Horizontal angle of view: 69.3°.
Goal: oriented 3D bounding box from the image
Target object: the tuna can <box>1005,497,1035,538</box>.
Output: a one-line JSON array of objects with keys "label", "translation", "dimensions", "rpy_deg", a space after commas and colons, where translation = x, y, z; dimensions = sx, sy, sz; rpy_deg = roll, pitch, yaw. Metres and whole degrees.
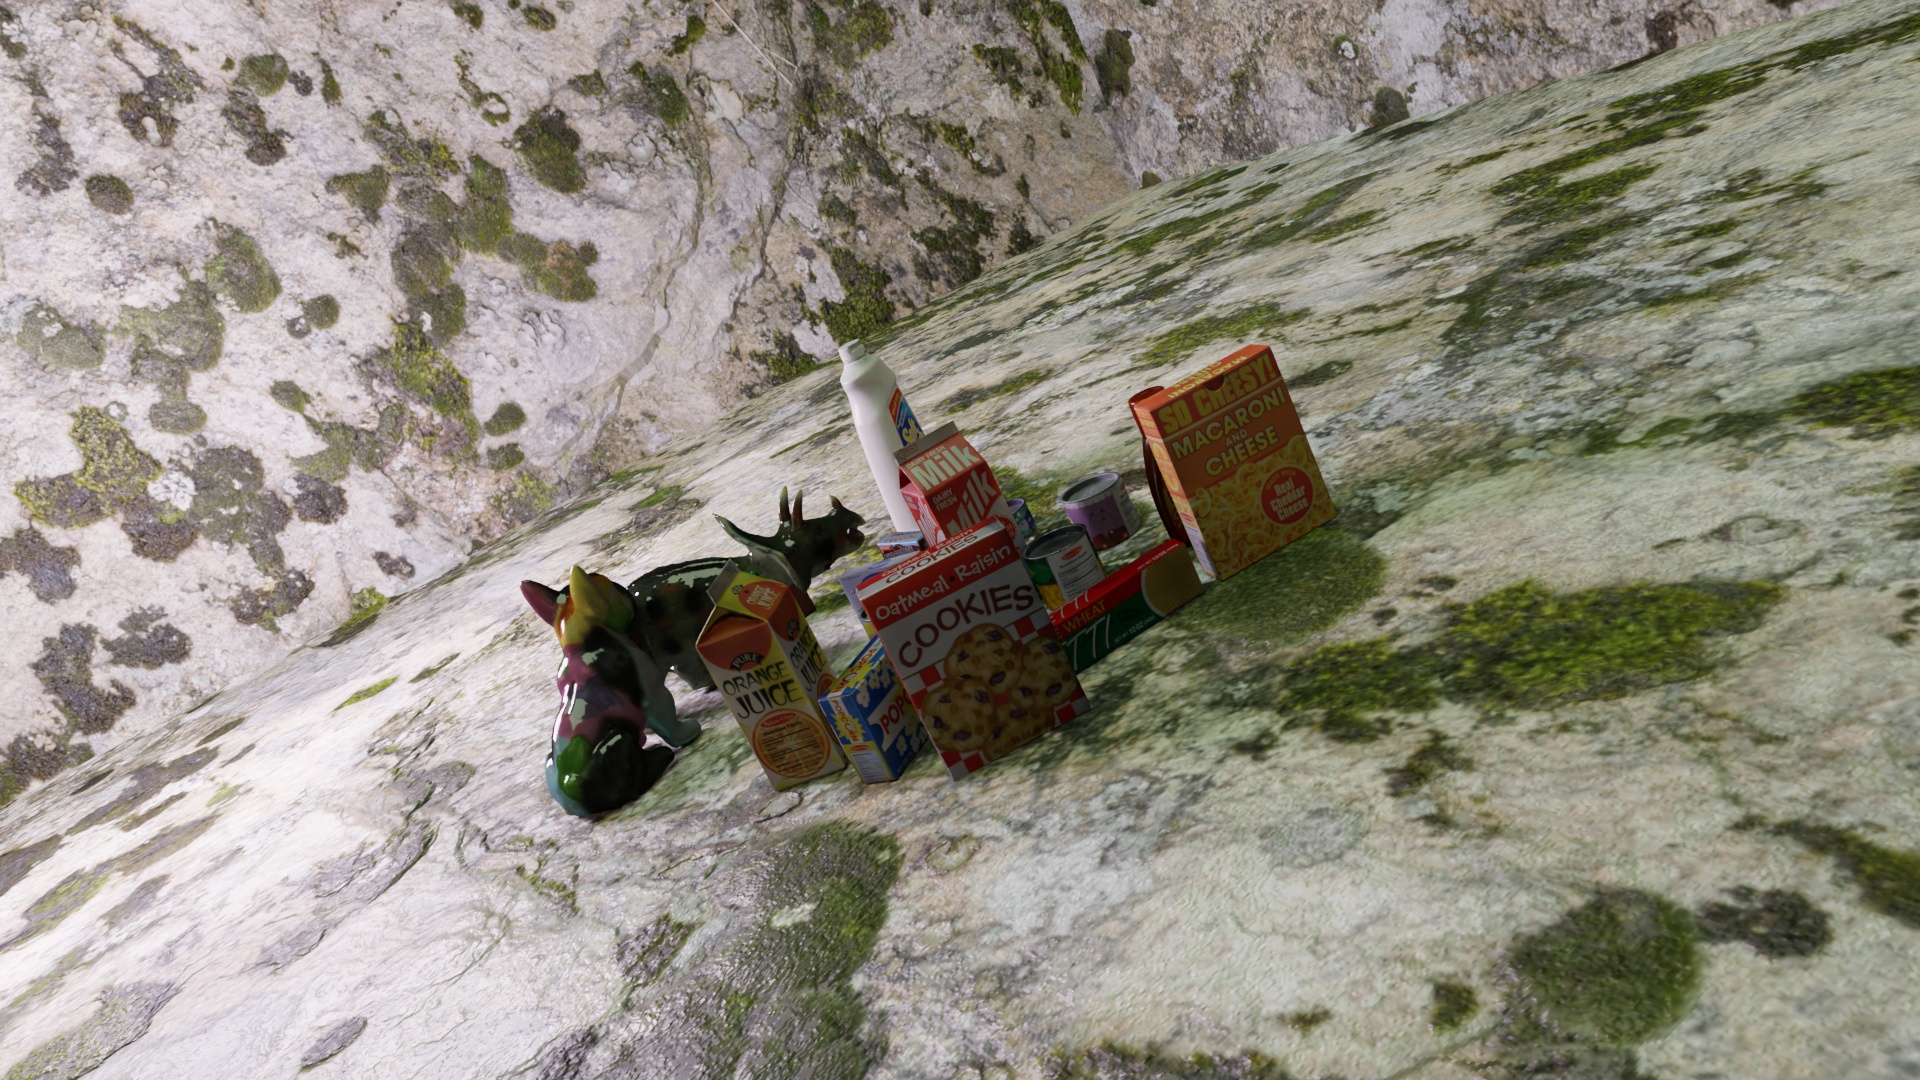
[{"label": "tuna can", "translation": [0.049, -0.017, 1.553], "dimensions": [0.071, 0.032, 0.071], "rpy_deg": [-23, 17, 7]}]

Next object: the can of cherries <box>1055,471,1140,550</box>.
[{"label": "can of cherries", "translation": [0.140, -0.029, 1.411], "dimensions": [0.071, 0.058, 0.072], "rpy_deg": [-23, 17, 7]}]

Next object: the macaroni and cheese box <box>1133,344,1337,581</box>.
[{"label": "macaroni and cheese box", "translation": [0.239, -0.068, 1.197], "dimensions": [0.124, 0.166, 0.040], "rpy_deg": [-29, 16, -10]}]

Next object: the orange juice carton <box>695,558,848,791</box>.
[{"label": "orange juice carton", "translation": [-0.163, 0.110, 1.193], "dimensions": [0.073, 0.192, 0.072], "rpy_deg": [-21, 17, 16]}]

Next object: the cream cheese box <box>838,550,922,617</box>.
[{"label": "cream cheese box", "translation": [-0.076, 0.048, 1.499], "dimensions": [0.103, 0.053, 0.024], "rpy_deg": [-15, 19, 32]}]

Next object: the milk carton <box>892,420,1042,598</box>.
[{"label": "milk carton", "translation": [0.005, -0.017, 1.339], "dimensions": [0.072, 0.190, 0.073], "rpy_deg": [-31, 17, -16]}]

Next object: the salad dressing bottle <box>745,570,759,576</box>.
[{"label": "salad dressing bottle", "translation": [-0.177, 0.099, 1.325], "dimensions": [0.064, 0.147, 0.044], "rpy_deg": [-28, 16, -9]}]

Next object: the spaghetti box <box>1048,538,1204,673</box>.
[{"label": "spaghetti box", "translation": [0.093, 0.081, 1.160], "dimensions": [0.251, 0.050, 0.028], "rpy_deg": [-31, 17, -17]}]

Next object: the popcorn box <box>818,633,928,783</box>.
[{"label": "popcorn box", "translation": [-0.058, 0.132, 1.163], "dimensions": [0.038, 0.085, 0.127], "rpy_deg": [-15, 19, 32]}]

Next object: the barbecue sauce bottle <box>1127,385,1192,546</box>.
[{"label": "barbecue sauce bottle", "translation": [0.200, -0.071, 1.293], "dimensions": [0.065, 0.148, 0.044], "rpy_deg": [-25, 16, 1]}]

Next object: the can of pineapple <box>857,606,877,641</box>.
[{"label": "can of pineapple", "translation": [-0.059, 0.084, 1.357], "dimensions": [0.071, 0.057, 0.071], "rpy_deg": [-23, 17, 7]}]

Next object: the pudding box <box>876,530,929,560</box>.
[{"label": "pudding box", "translation": [-0.052, 0.015, 1.571], "dimensions": [0.030, 0.049, 0.083], "rpy_deg": [-36, 20, -32]}]

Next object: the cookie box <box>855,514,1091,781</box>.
[{"label": "cookie box", "translation": [0.010, 0.083, 1.071], "dimensions": [0.123, 0.167, 0.040], "rpy_deg": [-27, 16, -5]}]

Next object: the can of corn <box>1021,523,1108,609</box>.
[{"label": "can of corn", "translation": [0.098, 0.024, 1.310], "dimensions": [0.071, 0.058, 0.071], "rpy_deg": [-23, 17, 7]}]
